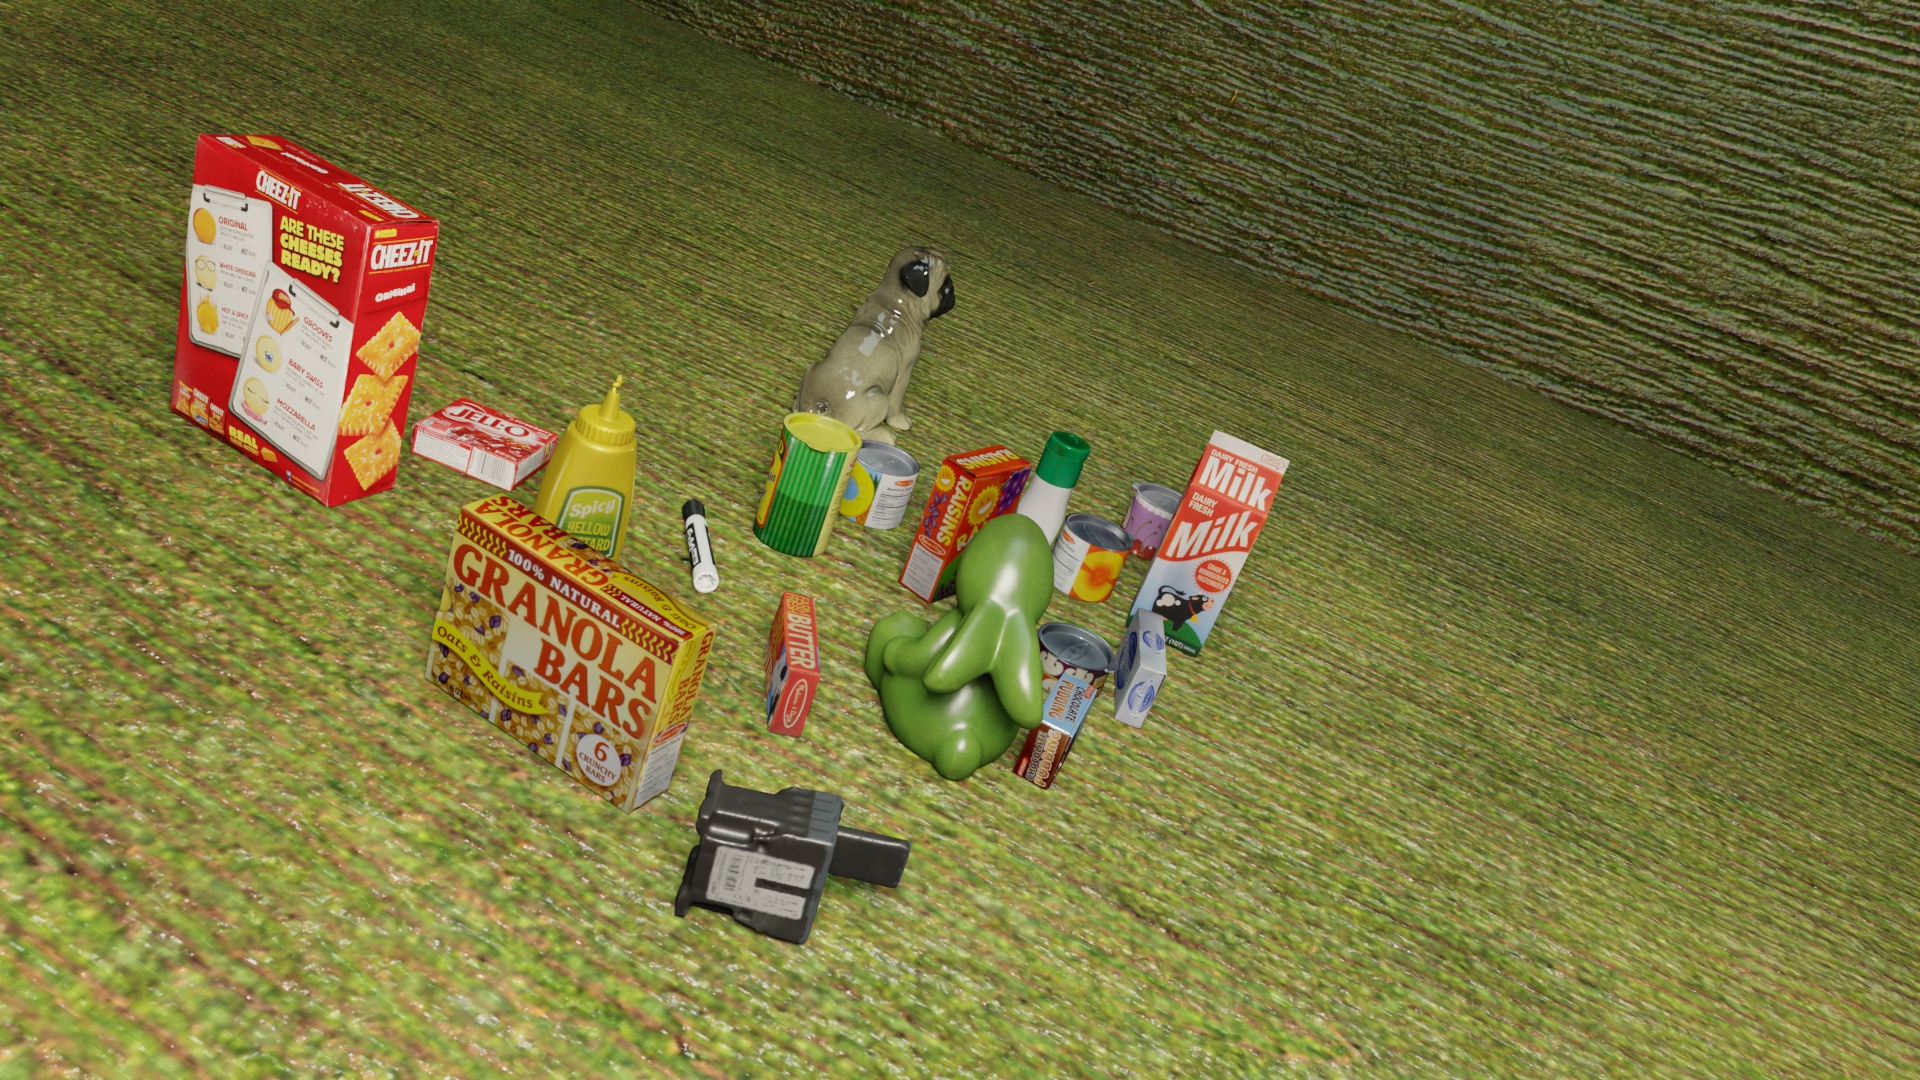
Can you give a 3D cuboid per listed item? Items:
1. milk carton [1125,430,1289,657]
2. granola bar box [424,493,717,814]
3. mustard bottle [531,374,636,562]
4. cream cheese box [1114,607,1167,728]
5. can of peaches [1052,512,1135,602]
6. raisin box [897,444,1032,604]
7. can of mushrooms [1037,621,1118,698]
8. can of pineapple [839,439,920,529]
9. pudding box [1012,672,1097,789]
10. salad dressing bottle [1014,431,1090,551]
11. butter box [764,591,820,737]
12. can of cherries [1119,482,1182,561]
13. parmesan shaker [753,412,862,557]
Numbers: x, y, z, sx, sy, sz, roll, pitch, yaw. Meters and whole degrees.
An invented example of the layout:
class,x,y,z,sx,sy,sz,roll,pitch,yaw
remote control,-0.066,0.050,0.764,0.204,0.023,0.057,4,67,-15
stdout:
class,x,y,z,sx,sy,sz,roll,pitch,yaw
milk carton,0.218,-0.001,1.225,0.072,0.189,0.074,24,24,6
granola bar box,-0.232,0.065,0.815,0.166,0.123,0.039,29,25,17
mustard bottle,-0.259,-0.043,0.972,0.065,0.159,0.049,5,29,-32
cream cheese box,0.145,0.102,1.120,0.024,0.053,0.104,20,24,-3
can of peaches,0.119,0.016,1.271,0.071,0.057,0.071,17,25,-8
raisin box,0.004,-0.015,1.165,0.040,0.122,0.086,34,27,26
can of mushrooms,0.089,0.098,1.109,0.071,0.033,0.071,17,25,-8
can of pineapple,-0.077,-0.052,1.256,0.071,0.057,0.071,17,25,-8
pudding box,0.069,0.135,0.996,0.030,0.049,0.084,25,25,10
salad dressing bottle,0.069,-0.022,1.203,0.044,0.147,0.064,20,24,-1
butter box,-0.116,0.083,0.955,0.024,0.053,0.104,14,25,-16
can of cherries,0.196,-0.019,1.402,0.071,0.058,0.072,17,25,-8
parmesan shaker,-0.128,-0.045,1.147,0.071,0.102,0.071,17,24,-8
